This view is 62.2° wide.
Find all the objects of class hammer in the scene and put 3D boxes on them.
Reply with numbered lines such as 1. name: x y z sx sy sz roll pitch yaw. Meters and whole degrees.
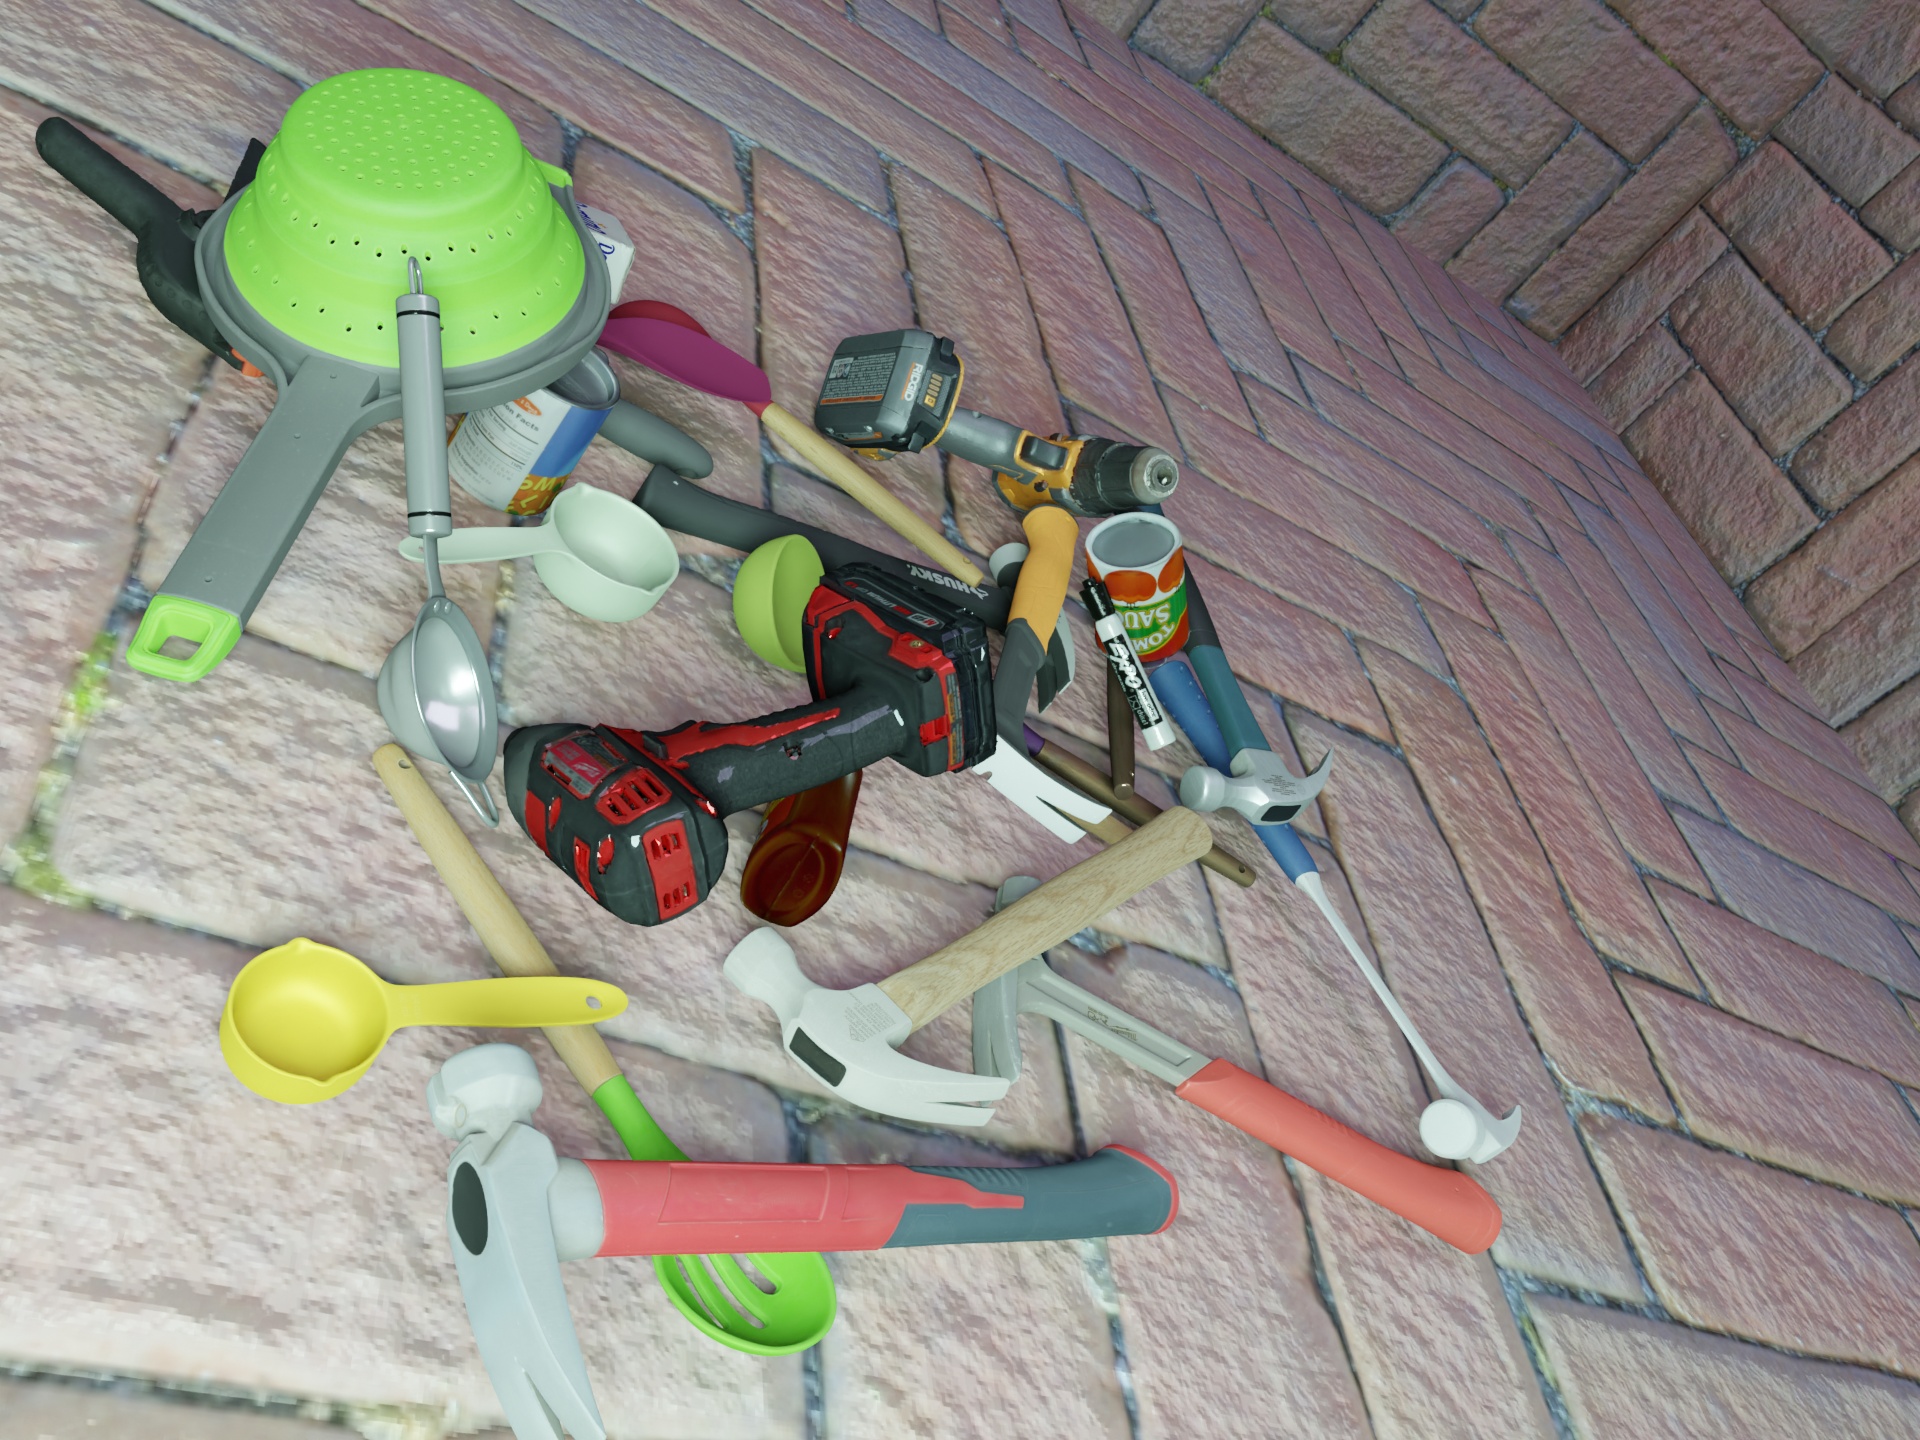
1. hammer: -0.025 0.210 0.642 0.386 0.038 0.143 18 33 -46
2. hammer: 0.051 -0.055 1.025 0.127 0.034 0.337 39 29 -13
3. hammer: 0.173 -0.057 1.151 0.128 0.033 0.331 9 43 -26
4. hammer: -0.060 -0.096 1.027 0.334 0.035 0.146 15 40 -37
5. hammer: 0.038 0.109 0.828 0.130 0.031 0.331 42 37 22
6. hammer: 0.243 0.119 1.082 0.144 0.035 0.406 25 29 -53
7. hammer: 0.162 0.221 0.886 0.359 0.036 0.149 31 33 -17

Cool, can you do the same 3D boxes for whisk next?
1. whisk: -0.248 -0.205 0.944 0.238 0.055 0.055 27 34 -30

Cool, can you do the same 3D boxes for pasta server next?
1. pasta server: 0.118 -0.041 1.132 0.060 0.040 0.316 41 26 -19

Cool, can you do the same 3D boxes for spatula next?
1. spatula: 0.071 0.028 1.030 0.315 0.018 0.060 32 60 -18

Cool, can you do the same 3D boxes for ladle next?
1. ladle: -0.109 -0.188 1.051 0.315 0.031 0.069 39 35 8
2. ladle: -0.002 -0.003 0.961 0.320 0.062 0.078 33 49 -20

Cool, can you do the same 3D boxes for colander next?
1. colander: -0.290 -0.193 0.748 0.204 0.094 0.397 15 53 -5

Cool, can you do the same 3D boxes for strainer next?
1. strainer: -0.239 -0.079 0.715 0.087 0.050 0.258 6 81 -85

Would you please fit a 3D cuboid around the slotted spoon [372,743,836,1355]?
1. slotted spoon: -0.158 0.129 0.655 0.314 0.031 0.070 50 32 17

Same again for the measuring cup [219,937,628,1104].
1. measuring cup: -0.203 0.116 0.612 0.156 0.029 0.062 6 47 -40

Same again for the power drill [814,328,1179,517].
1. power drill: 0.032 -0.203 1.143 0.226 0.084 0.185 19 -2 -32

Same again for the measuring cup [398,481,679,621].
1. measuring cup: -0.223 -0.082 0.830 0.167 0.038 0.083 -11 59 -50

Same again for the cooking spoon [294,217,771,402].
1. cooking spoon: -0.264 -0.251 0.970 0.318 0.017 0.069 14 39 -26

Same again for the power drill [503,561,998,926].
1. power drill: -0.101 0.006 0.744 0.219 0.078 0.143 -27 37 -31
